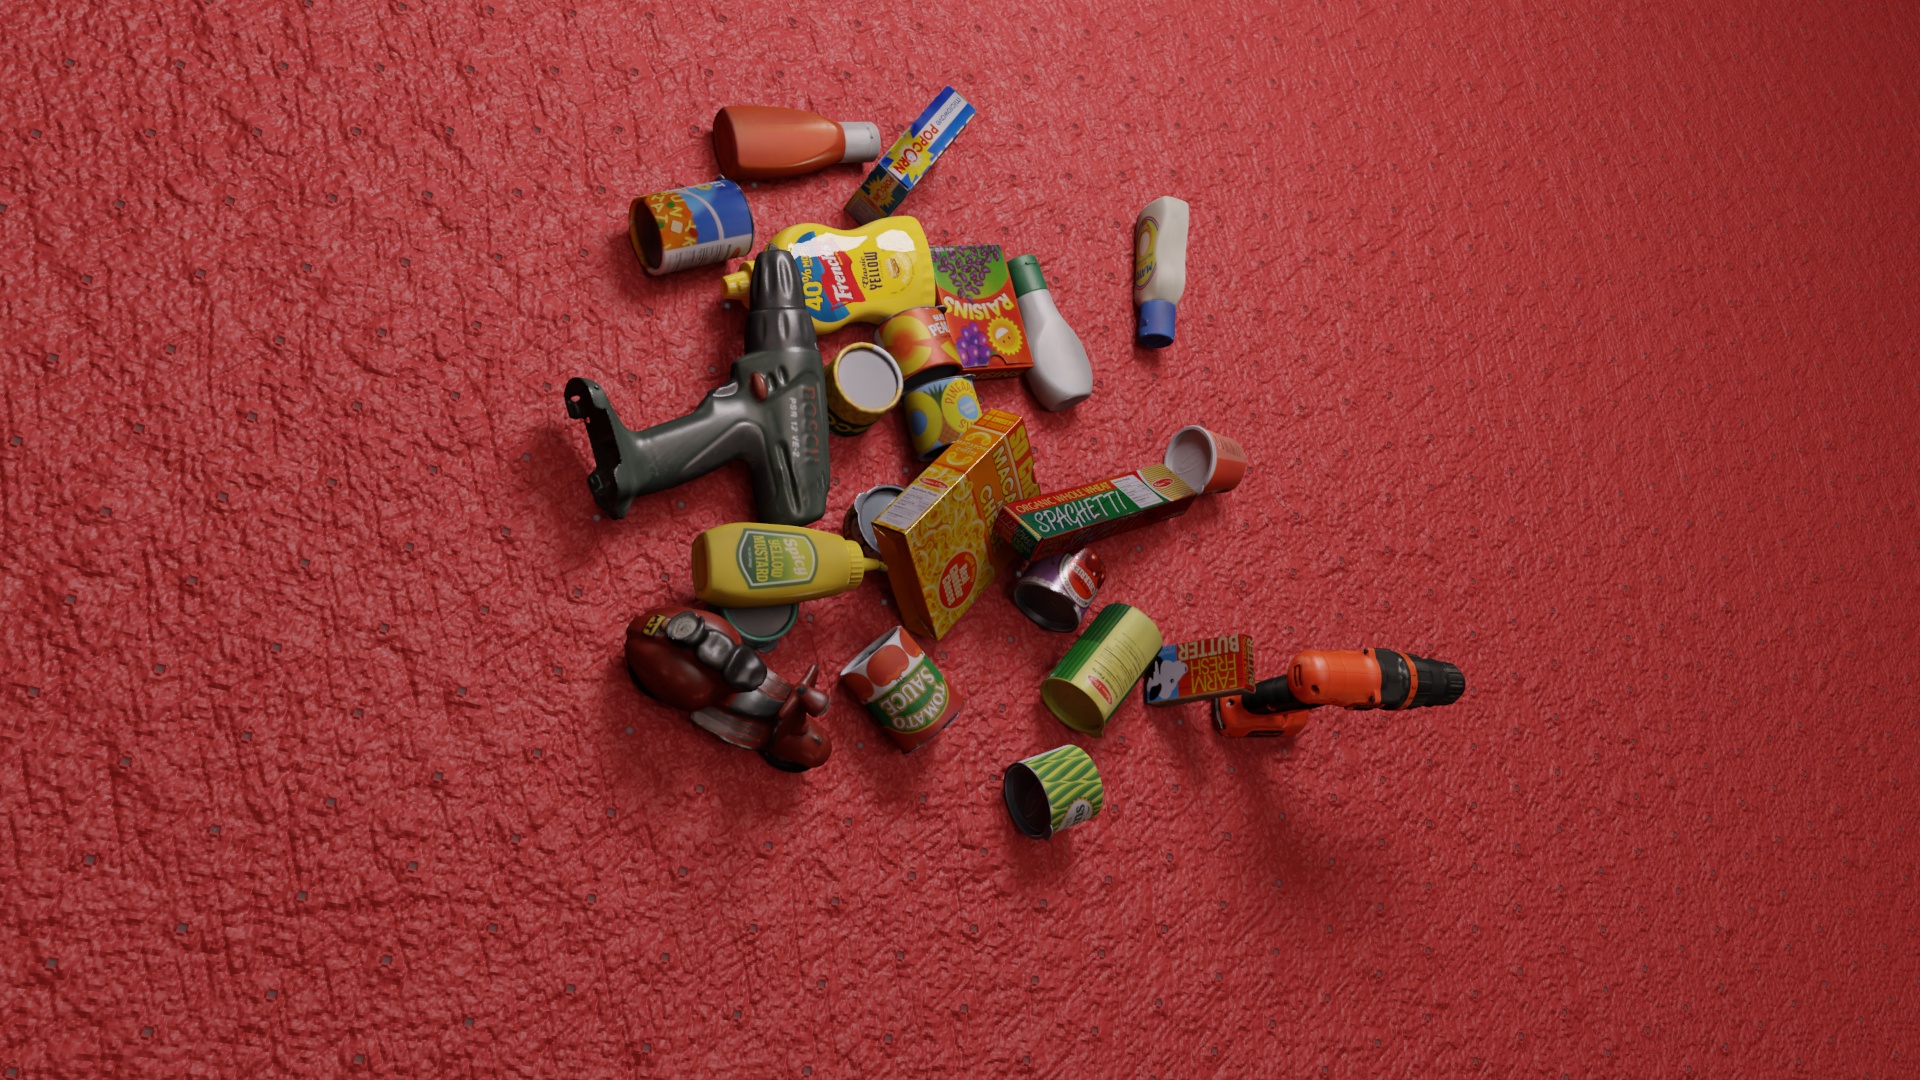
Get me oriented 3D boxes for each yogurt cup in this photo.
[{"bbox_3d":[0.241,-0.076,1.357,0.054,0.072,0.072,6,71,-36],"label":"yogurt cup"}]

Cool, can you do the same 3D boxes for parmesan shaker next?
[{"bbox_3d":[0.127,0.114,1.230,0.071,0.071,0.103,48,57,-7],"label":"parmesan shaker"}]

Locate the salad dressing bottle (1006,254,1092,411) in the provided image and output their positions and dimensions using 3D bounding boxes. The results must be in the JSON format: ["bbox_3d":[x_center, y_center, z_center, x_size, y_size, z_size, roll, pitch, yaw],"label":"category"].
[{"bbox_3d":[0.079,-0.198,1.319,0.064,0.044,0.148,-14,80,-32],"label":"salad dressing bottle"}]

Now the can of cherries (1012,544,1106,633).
[{"bbox_3d":[0.090,0.039,1.230,0.071,0.071,0.059,42,59,-11],"label":"can of cherries"}]

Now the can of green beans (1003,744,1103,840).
[{"bbox_3d":[0.078,0.211,1.170,0.058,0.071,0.071,-13,81,-32],"label":"can of green beans"}]

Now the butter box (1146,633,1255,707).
[{"bbox_3d":[0.217,0.118,1.257,0.024,0.103,0.053,20,63,-45],"label":"butter box"}]

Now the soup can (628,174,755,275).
[{"bbox_3d":[-0.226,-0.264,1.158,0.084,0.071,0.071,-21,85,-32],"label":"soup can"}]

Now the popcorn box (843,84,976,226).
[{"bbox_3d":[-0.046,-0.349,1.274,0.038,0.085,0.127,41,60,-11],"label":"popcorn box"}]

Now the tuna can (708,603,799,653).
[{"bbox_3d":[-0.163,0.054,1.108,0.071,0.032,0.071,9,69,-26],"label":"tuna can"}]

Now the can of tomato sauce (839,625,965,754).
[{"bbox_3d":[-0.047,0.121,1.128,0.083,0.071,0.071,51,58,-5],"label":"can of tomato sauce"}]

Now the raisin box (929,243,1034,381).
[{"bbox_3d":[0.011,-0.210,1.287,0.086,0.040,0.123,-8,79,-32],"label":"raisin box"}]

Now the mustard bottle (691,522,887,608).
[{"bbox_3d":[-0.128,0.019,1.089,0.160,0.048,0.065,-1,76,-29],"label":"mustard bottle"}]

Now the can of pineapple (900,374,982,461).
[{"bbox_3d":[-0.012,-0.107,1.222,0.071,0.070,0.058,-12,81,-31],"label":"can of pineapple"}]

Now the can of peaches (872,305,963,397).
[{"bbox_3d":[-0.035,-0.167,1.225,0.071,0.071,0.058,-11,73,-31],"label":"can of peaches"}]

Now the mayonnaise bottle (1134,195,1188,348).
[{"bbox_3d":[0.200,-0.268,1.400,0.041,0.064,0.148,12,72,-22],"label":"mayonnaise bottle"}]

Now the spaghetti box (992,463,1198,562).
[{"bbox_3d":[0.125,-0.028,1.248,0.050,0.028,0.251,43,35,25],"label":"spaghetti box"}]

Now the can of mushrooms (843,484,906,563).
[{"bbox_3d":[-0.066,-0.014,1.184,0.071,0.033,0.071,9,71,-26],"label":"can of mushrooms"}]

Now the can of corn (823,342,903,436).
[{"bbox_3d":[-0.092,-0.128,1.192,0.071,0.058,0.071,9,70,-26],"label":"can of corn"}]

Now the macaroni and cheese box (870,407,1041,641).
[{"bbox_3d":[0.004,-0.015,1.180,0.167,0.040,0.123,-46,138,-32],"label":"macaroni and cheese box"}]

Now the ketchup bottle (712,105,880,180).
[{"bbox_3d":[-0.144,-0.357,1.247,0.149,0.043,0.065,-10,80,-31],"label":"ketchup bottle"}]
